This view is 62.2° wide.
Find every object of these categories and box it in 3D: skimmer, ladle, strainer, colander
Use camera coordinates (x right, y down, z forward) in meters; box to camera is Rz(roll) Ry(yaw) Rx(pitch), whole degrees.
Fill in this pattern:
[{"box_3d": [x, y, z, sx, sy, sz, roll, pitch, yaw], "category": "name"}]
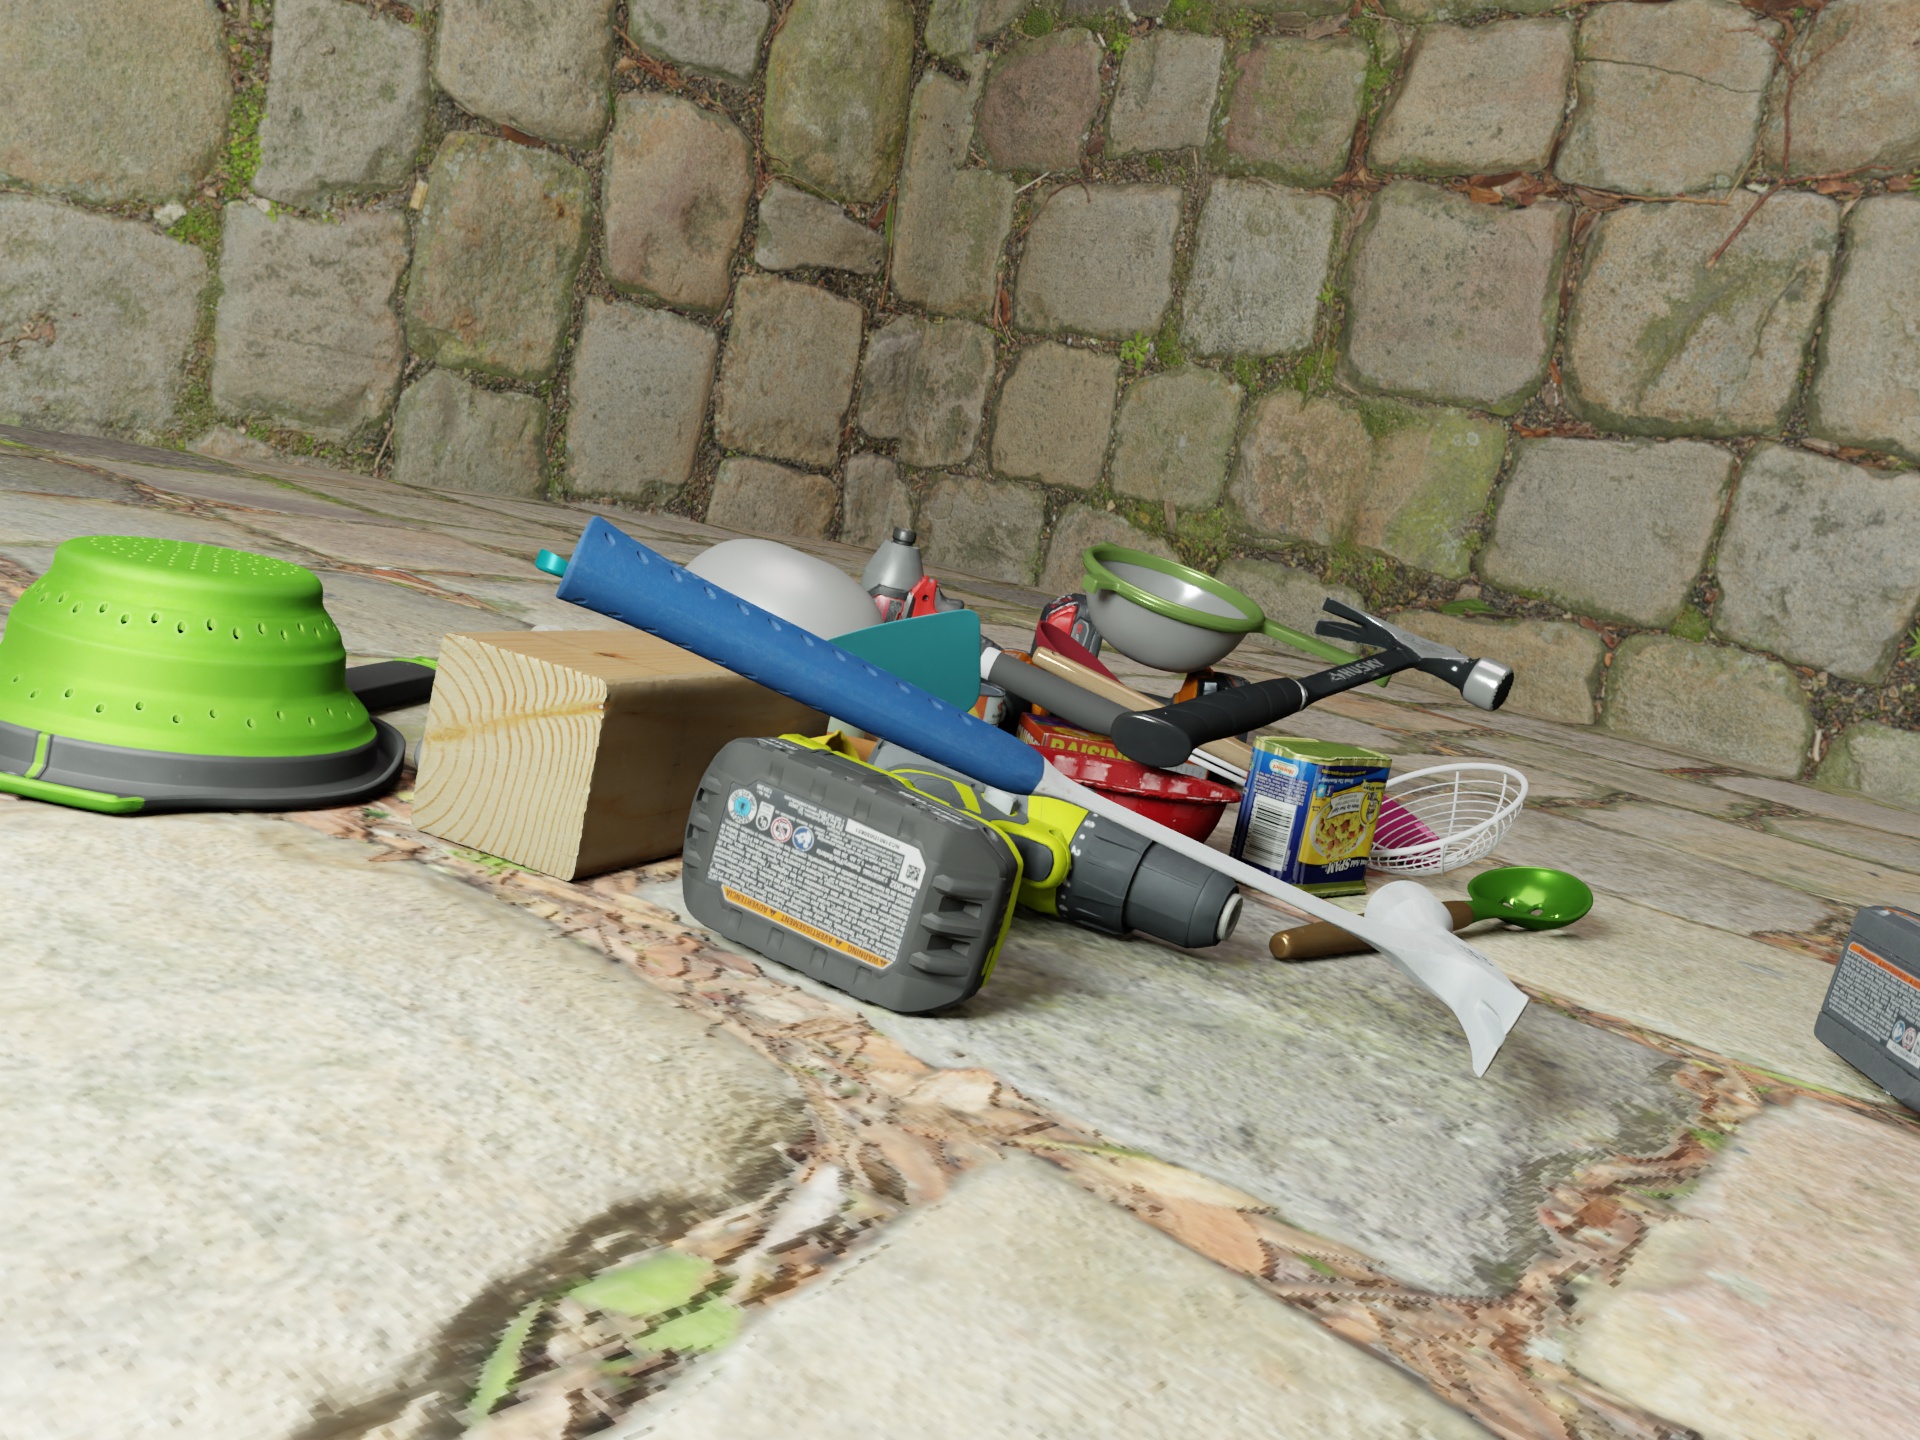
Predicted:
[{"box_3d": [0.186, 0.007, 1.059, 0.363, 0.090, 0.127, 24, 29, 11], "category": "skimmer"}, {"box_3d": [0.187, 0.014, 1.162, 0.315, 0.031, 0.069, 30, 17, 14], "category": "ladle"}, {"box_3d": [-0.180, -0.106, 1.245, 0.211, 0.095, 0.340, 21, -1, 40], "category": "strainer"}, {"box_3d": [-0.347, -0.041, 0.810, 0.204, 0.094, 0.397, 12, 9, 5], "category": "colander"}, {"box_3d": [0.206, -0.059, 1.246, 0.256, 0.069, 0.151, 22, 19, 3], "category": "strainer"}]

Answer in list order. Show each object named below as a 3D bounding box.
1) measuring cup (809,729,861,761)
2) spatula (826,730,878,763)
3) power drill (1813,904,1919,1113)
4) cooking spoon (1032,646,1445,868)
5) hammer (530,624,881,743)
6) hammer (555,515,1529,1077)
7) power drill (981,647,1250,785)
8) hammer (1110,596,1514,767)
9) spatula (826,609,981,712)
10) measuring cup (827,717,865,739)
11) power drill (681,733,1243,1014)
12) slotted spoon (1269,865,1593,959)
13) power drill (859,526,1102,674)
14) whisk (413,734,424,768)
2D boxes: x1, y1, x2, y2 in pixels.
[{"box_3d": [-0.054, 0.043, 0.845, 0.029, 0.062, 0.156, -7, -10, 19], "category": "measuring cup"}, {"box_3d": [-0.088, 0.019, 0.949, 0.322, 0.041, 0.081, 15, 42, -30], "category": "spatula"}, {"box_3d": [0.532, 0.157, 0.745, 0.226, 0.084, 0.185, 16, 8, 5], "category": "power drill"}, {"box_3d": [0.194, 0.024, 1.122, 0.319, 0.017, 0.069, 27, 34, 8], "category": "cooking spoon"}, {"box_3d": [-0.155, -0.019, 1.141, 0.331, 0.031, 0.130, 17, 11, 33], "category": "hammer"}, {"box_3d": [0.039, 0.026, 0.615, 0.405, 0.035, 0.144, 25, 10, -11], "category": "hammer"}, {"box_3d": [0.114, -0.007, 1.268, 0.226, 0.084, 0.164, 9, 10, 7], "category": "power drill"}, {"box_3d": [0.224, -0.023, 1.051, 0.149, 0.036, 0.409, 30, 27, 31], "category": "hammer"}, {"box_3d": [-0.002, -0.003, 0.948, 0.082, 0.044, 0.317, -12, -11, 8], "category": "spatula"}, {"box_3d": [-0.142, 0.003, 1.012, 0.167, 0.038, 0.083, 0, 14, -12], "category": "measuring cup"}, {"box_3d": [0.008, 0.060, 0.688, 0.191, 0.080, 0.228, 21, 9, 24], "category": "power drill"}, {"box_3d": [0.261, 0.108, 0.874, 0.313, 0.031, 0.070, 0, 14, -46], "category": "slotted spoon"}, {"box_3d": [0.012, -0.083, 1.418, 0.219, 0.143, 0.078, 13, 11, -3], "category": "power drill"}, {"box_3d": [-0.260, -0.008, 0.883, 0.055, 0.055, 0.239, 11, 13, -3], "category": "whisk"}]
